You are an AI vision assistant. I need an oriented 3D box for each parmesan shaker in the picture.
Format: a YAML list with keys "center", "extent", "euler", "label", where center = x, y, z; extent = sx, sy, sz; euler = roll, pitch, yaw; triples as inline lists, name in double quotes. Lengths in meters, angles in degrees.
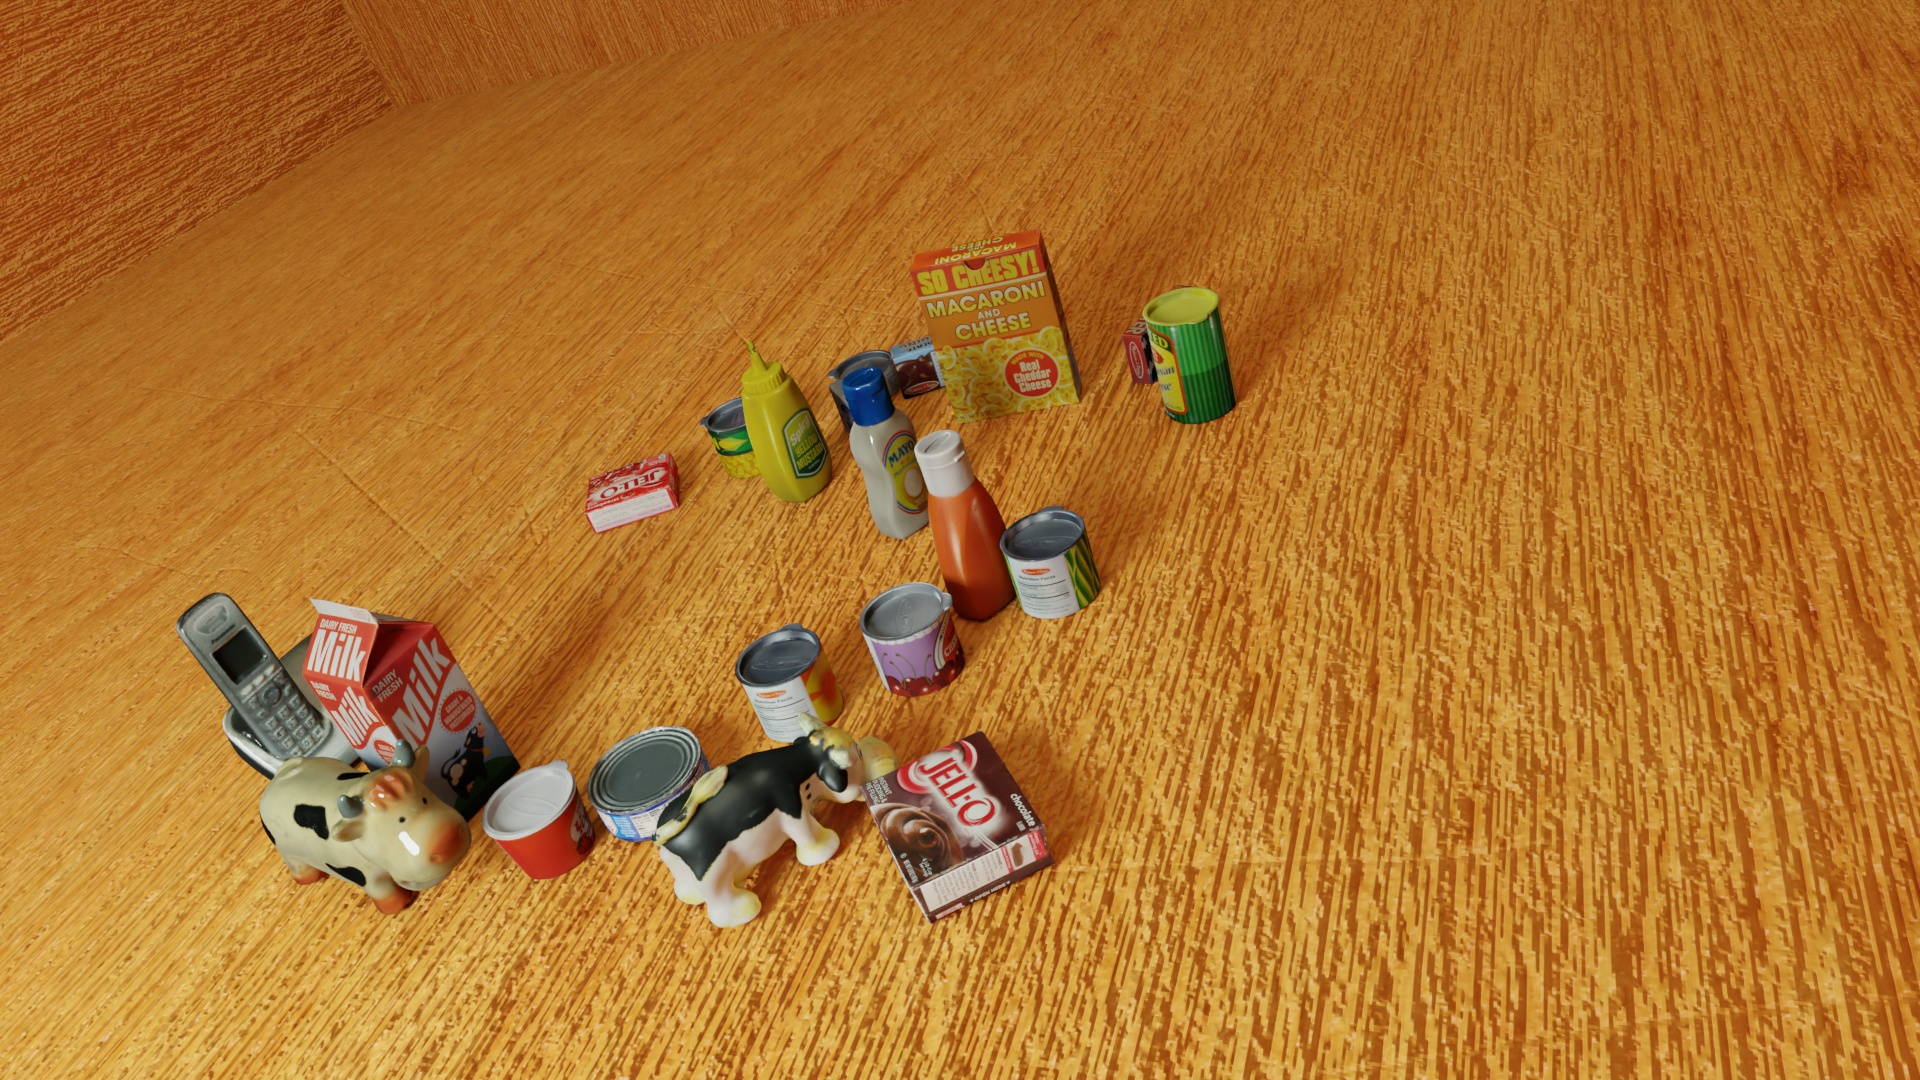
- center: [0.204, -0.161, 1.222]
  extent: [0.071, 0.102, 0.072]
  euler: [-13, 33, 9]
  label: "parmesan shaker"

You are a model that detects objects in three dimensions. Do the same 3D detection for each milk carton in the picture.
- center: [-0.412, 0.120, 1.028]
  extent: [0.072, 0.189, 0.074]
  euler: [5, 39, 32]
  label: "milk carton"

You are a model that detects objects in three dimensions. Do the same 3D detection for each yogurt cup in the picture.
- center: [-0.293, 0.200, 0.976]
  extent: [0.072, 0.053, 0.073]
  euler: [-13, 33, 9]
  label: "yogurt cup"

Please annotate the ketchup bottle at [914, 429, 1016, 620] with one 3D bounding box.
- center: [0.004, -0.013, 1.060]
  extent: [0.043, 0.148, 0.065]
  euler: [11, 43, 38]
  label: "ketchup bottle"

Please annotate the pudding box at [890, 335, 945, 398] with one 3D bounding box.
- center: [-0.026, -0.182, 1.417]
  extent: [0.084, 0.049, 0.030]
  euler: [-17, 32, 2]
  label: "pudding box"

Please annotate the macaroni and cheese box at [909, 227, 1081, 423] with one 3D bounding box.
- center: [0.036, -0.198, 1.302]
  extent: [0.123, 0.165, 0.040]
  euler: [-9, 34, 14]
  label: "macaroni and cheese box"

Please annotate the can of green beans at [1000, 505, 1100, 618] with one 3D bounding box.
- center: [0.070, 0.018, 1.065]
  extent: [0.071, 0.057, 0.071]
  euler: [-13, 33, 9]
  label: "can of green beans"

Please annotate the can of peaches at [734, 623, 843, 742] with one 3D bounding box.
- center: [-0.125, 0.106, 1.030]
  extent: [0.071, 0.057, 0.071]
  euler: [-13, 33, 9]
  label: "can of peaches"

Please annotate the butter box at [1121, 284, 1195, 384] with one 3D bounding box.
- center: [0.194, -0.198, 1.328]
  extent: [0.024, 0.053, 0.104]
  euler: [12, 43, 39]
  label: "butter box"

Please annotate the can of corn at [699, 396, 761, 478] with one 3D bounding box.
- center: [-0.216, -0.103, 1.383]
  extent: [0.071, 0.058, 0.071]
  euler: [-13, 33, 9]
  label: "can of corn"

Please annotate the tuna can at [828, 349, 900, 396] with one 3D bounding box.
- center: [-0.099, -0.168, 1.446]
  extent: [0.071, 0.032, 0.071]
  euler: [-13, 33, 9]
  label: "tuna can"

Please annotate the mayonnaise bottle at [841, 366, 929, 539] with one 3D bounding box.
- center: [-0.062, -0.076, 1.185]
  extent: [0.041, 0.147, 0.065]
  euler: [16, 46, 42]
  label: "mayonnaise bottle"

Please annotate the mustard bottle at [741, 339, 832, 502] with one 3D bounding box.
- center: [-0.168, -0.112, 1.280]
  extent: [0.049, 0.159, 0.065]
  euler: [9, 41, 36]
  label: "mustard bottle"

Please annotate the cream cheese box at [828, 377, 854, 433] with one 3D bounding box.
- center: [-0.093, -0.118, 1.350]
  extent: [0.024, 0.053, 0.104]
  euler: [-28, 34, -14]
  label: "cream cheese box"

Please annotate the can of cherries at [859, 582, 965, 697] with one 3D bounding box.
- center: [-0.033, 0.074, 1.032]
  extent: [0.071, 0.058, 0.072]
  euler: [-13, 33, 9]
  label: "can of cherries"
